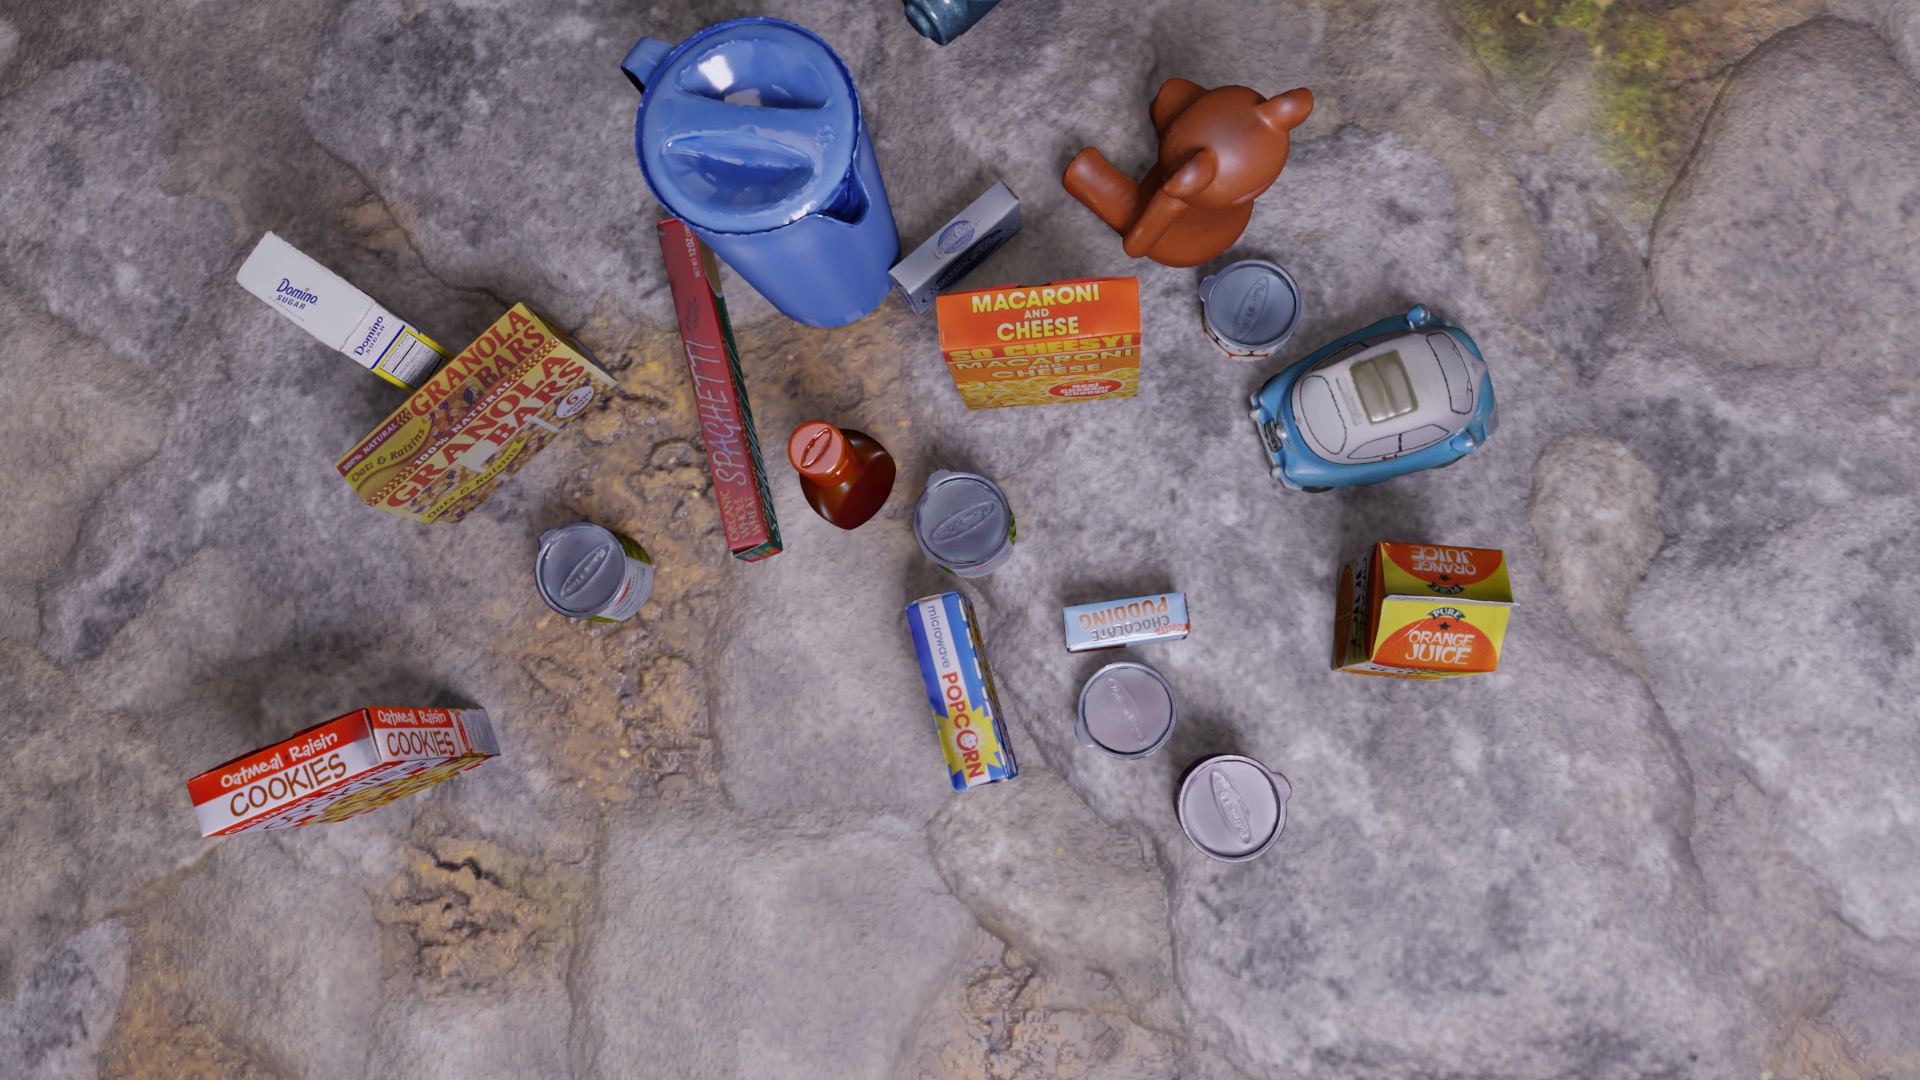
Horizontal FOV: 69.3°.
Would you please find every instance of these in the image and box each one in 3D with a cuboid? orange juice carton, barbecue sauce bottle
[{"bbox_3d":[0.279,0.044,0.848,0.072,0.192,0.073,5,83,7],"label":"orange juice carton"},{"bbox_3d":[-0.080,-0.047,0.922,0.044,0.148,0.065,35,87,9],"label":"barbecue sauce bottle"}]

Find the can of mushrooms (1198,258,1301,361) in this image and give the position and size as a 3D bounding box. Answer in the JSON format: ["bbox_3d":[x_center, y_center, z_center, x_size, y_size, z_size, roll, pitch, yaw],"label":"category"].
[{"bbox_3d":[0.200,-0.161,0.967,0.071,0.033,0.071,-1,82,6],"label":"can of mushrooms"}]

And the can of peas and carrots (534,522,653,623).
[{"bbox_3d":[-0.258,0.022,0.976,0.071,0.058,0.071,-1,82,6],"label":"can of peas and carrots"}]

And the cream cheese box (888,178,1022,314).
[{"bbox_3d":[-0.002,-0.207,0.985,0.104,0.053,0.024,-40,80,-1],"label":"cream cheese box"}]

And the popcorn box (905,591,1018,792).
[{"bbox_3d":[0.002,0.101,0.924,0.038,0.085,0.127,-16,81,4],"label":"popcorn box"}]

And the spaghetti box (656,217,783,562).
[{"bbox_3d":[-0.172,-0.108,0.990,0.029,0.050,0.250,-15,80,4],"label":"spaghetti box"}]

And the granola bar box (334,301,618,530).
[{"bbox_3d":[-0.332,-0.084,0.966,0.165,0.124,0.039,-42,80,-1],"label":"granola bar box"}]

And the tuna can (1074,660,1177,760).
[{"bbox_3d":[0.110,0.116,0.937,0.071,0.033,0.071,-1,82,6],"label":"tuna can"}]

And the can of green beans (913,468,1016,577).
[{"bbox_3d":[0.004,-0.010,0.953,0.071,0.058,0.071,-1,82,6],"label":"can of green beans"}]

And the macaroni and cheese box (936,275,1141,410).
[{"bbox_3d":[0.055,-0.126,0.910,0.124,0.166,0.040,-5,82,6],"label":"macaroni and cheese box"}]

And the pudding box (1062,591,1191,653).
[{"bbox_3d":[0.111,0.056,0.937,0.084,0.049,0.030,-8,81,5],"label":"pudding box"}]

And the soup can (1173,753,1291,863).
[{"bbox_3d":[0.174,0.170,0.896,0.071,0.083,0.071,-1,82,6],"label":"soup can"}]

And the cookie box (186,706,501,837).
[{"bbox_3d":[-0.400,0.149,0.917,0.123,0.167,0.040,-23,81,3],"label":"cookie box"}]
